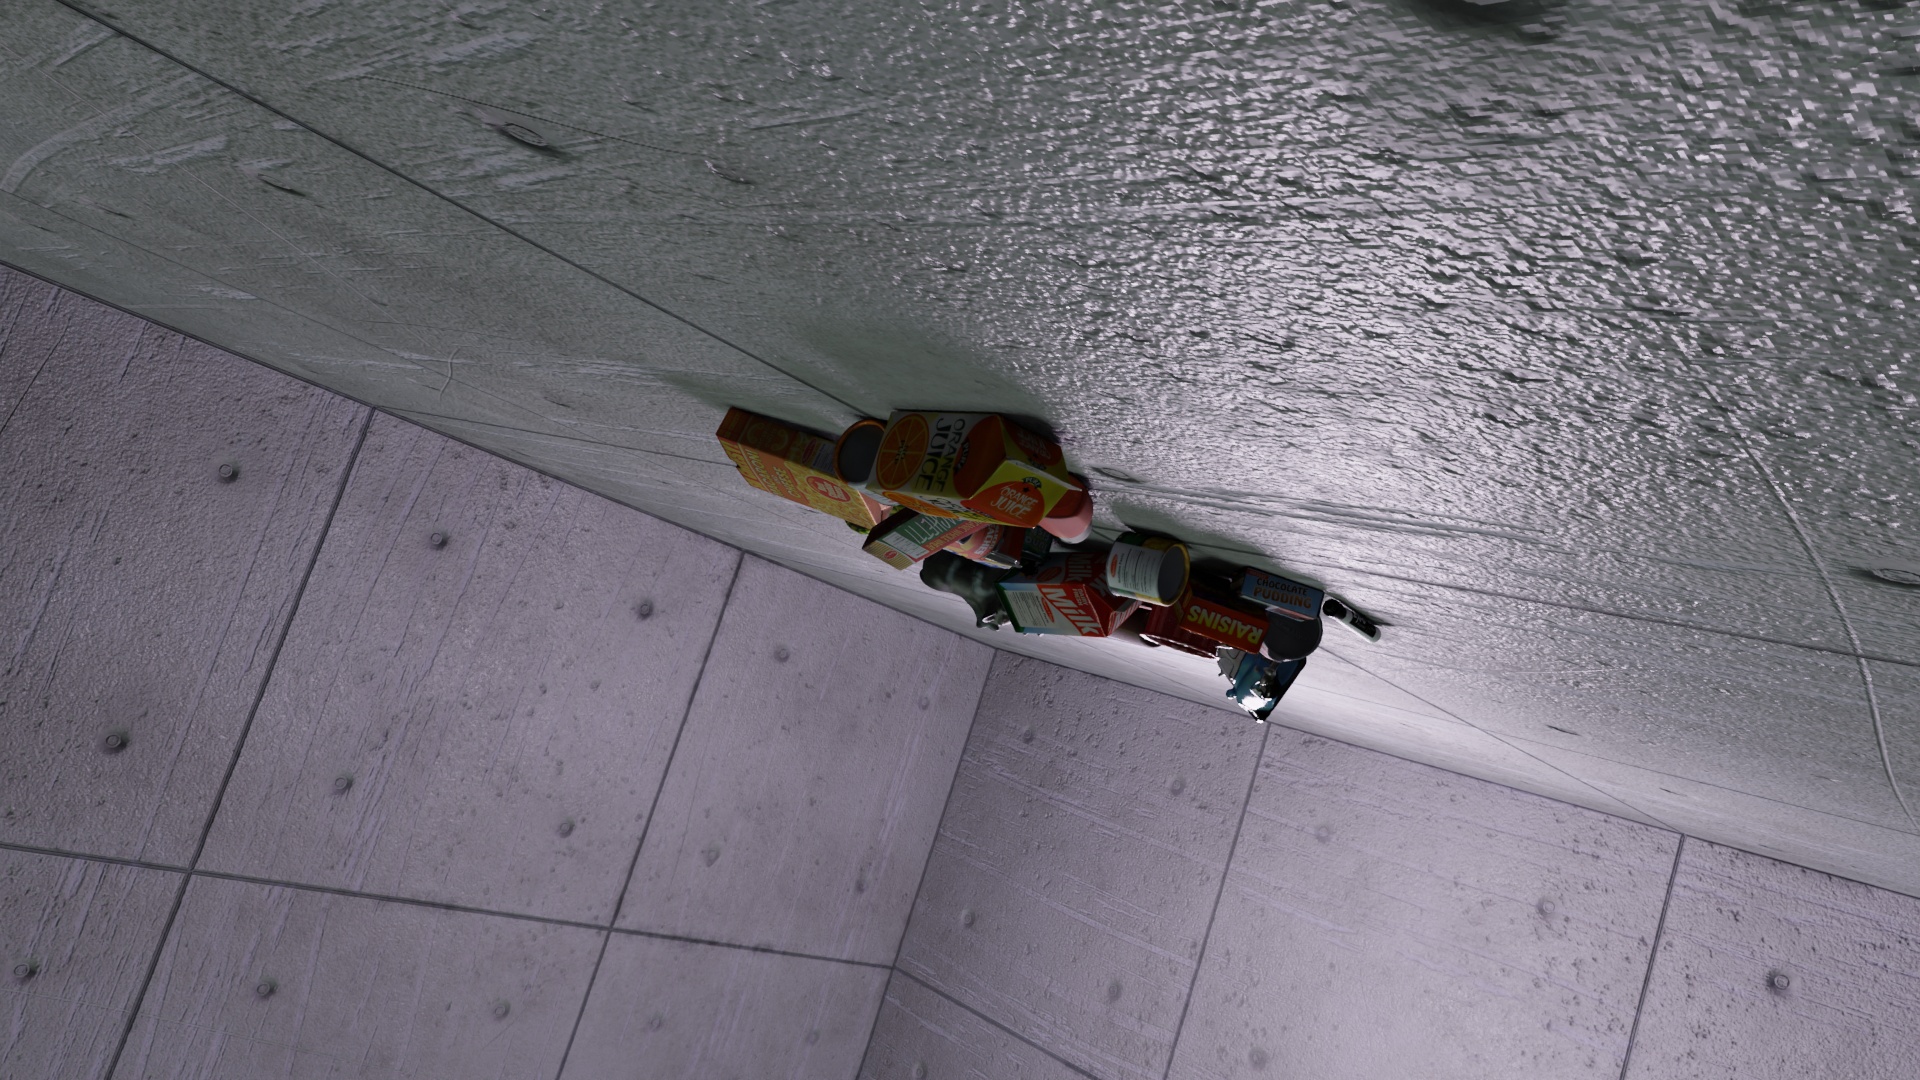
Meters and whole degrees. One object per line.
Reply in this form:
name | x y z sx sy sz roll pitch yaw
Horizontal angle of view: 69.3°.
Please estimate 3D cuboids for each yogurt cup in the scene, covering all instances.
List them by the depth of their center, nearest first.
yogurt cup | 0.040 -0.007 1.529 0.072 0.054 0.072 18 173 2

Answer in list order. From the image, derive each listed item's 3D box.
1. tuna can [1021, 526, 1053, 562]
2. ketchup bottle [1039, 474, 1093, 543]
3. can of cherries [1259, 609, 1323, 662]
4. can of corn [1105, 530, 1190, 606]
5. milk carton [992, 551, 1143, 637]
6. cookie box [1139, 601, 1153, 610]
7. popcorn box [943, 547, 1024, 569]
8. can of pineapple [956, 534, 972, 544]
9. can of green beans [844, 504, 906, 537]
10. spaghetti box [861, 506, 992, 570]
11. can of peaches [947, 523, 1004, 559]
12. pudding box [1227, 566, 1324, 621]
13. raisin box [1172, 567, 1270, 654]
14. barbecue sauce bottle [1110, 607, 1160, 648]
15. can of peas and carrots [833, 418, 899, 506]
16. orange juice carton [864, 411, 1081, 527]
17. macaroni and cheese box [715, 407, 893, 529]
tuna can | 0.073 0.000 1.585 0.071 0.033 0.071 18 173 2
ketchup bottle | 0.093 -0.028 1.269 0.065 0.043 0.148 17 173 15
can of cherries | 0.347 0.098 1.489 0.071 0.071 0.058 18 173 3
can of corn | 0.187 0.027 1.374 0.058 0.071 0.071 12 171 38
milk carton | 0.135 0.060 1.577 0.190 0.073 0.073 -1 120 49
cookie box | 0.188 0.058 1.714 0.123 0.040 0.167 19 173 -10
popcorn box | 0.040 0.007 1.708 0.085 0.038 0.126 21 173 -29
can of pineapple | -0.016 -0.036 1.398 0.058 0.071 0.071 16 172 20
can of green beans | -0.096 -0.033 1.633 0.071 0.071 0.058 14 171 32
spaghetti box | -0.030 -0.015 1.326 0.050 0.029 0.249 30 159 -15
can of peaches | 0.005 -0.018 1.475 0.071 0.071 0.058 12 170 39
pudding box | 0.316 0.054 1.394 0.084 0.030 0.049 18 172 -2
raisin box | 0.266 0.070 1.439 0.086 0.040 0.124 20 -166 -2
barbecue sauce bottle | 0.171 0.090 1.659 0.148 0.044 0.065 14 171 40
can of peas and carrots | -0.074 -0.073 1.267 0.071 0.071 0.058 13 171 35
orange juice carton | 0.011 -0.057 1.121 0.072 0.073 0.192 24 171 -36
macaroni and cheese box | -0.163 -0.073 1.464 0.166 0.040 0.123 19 161 17
